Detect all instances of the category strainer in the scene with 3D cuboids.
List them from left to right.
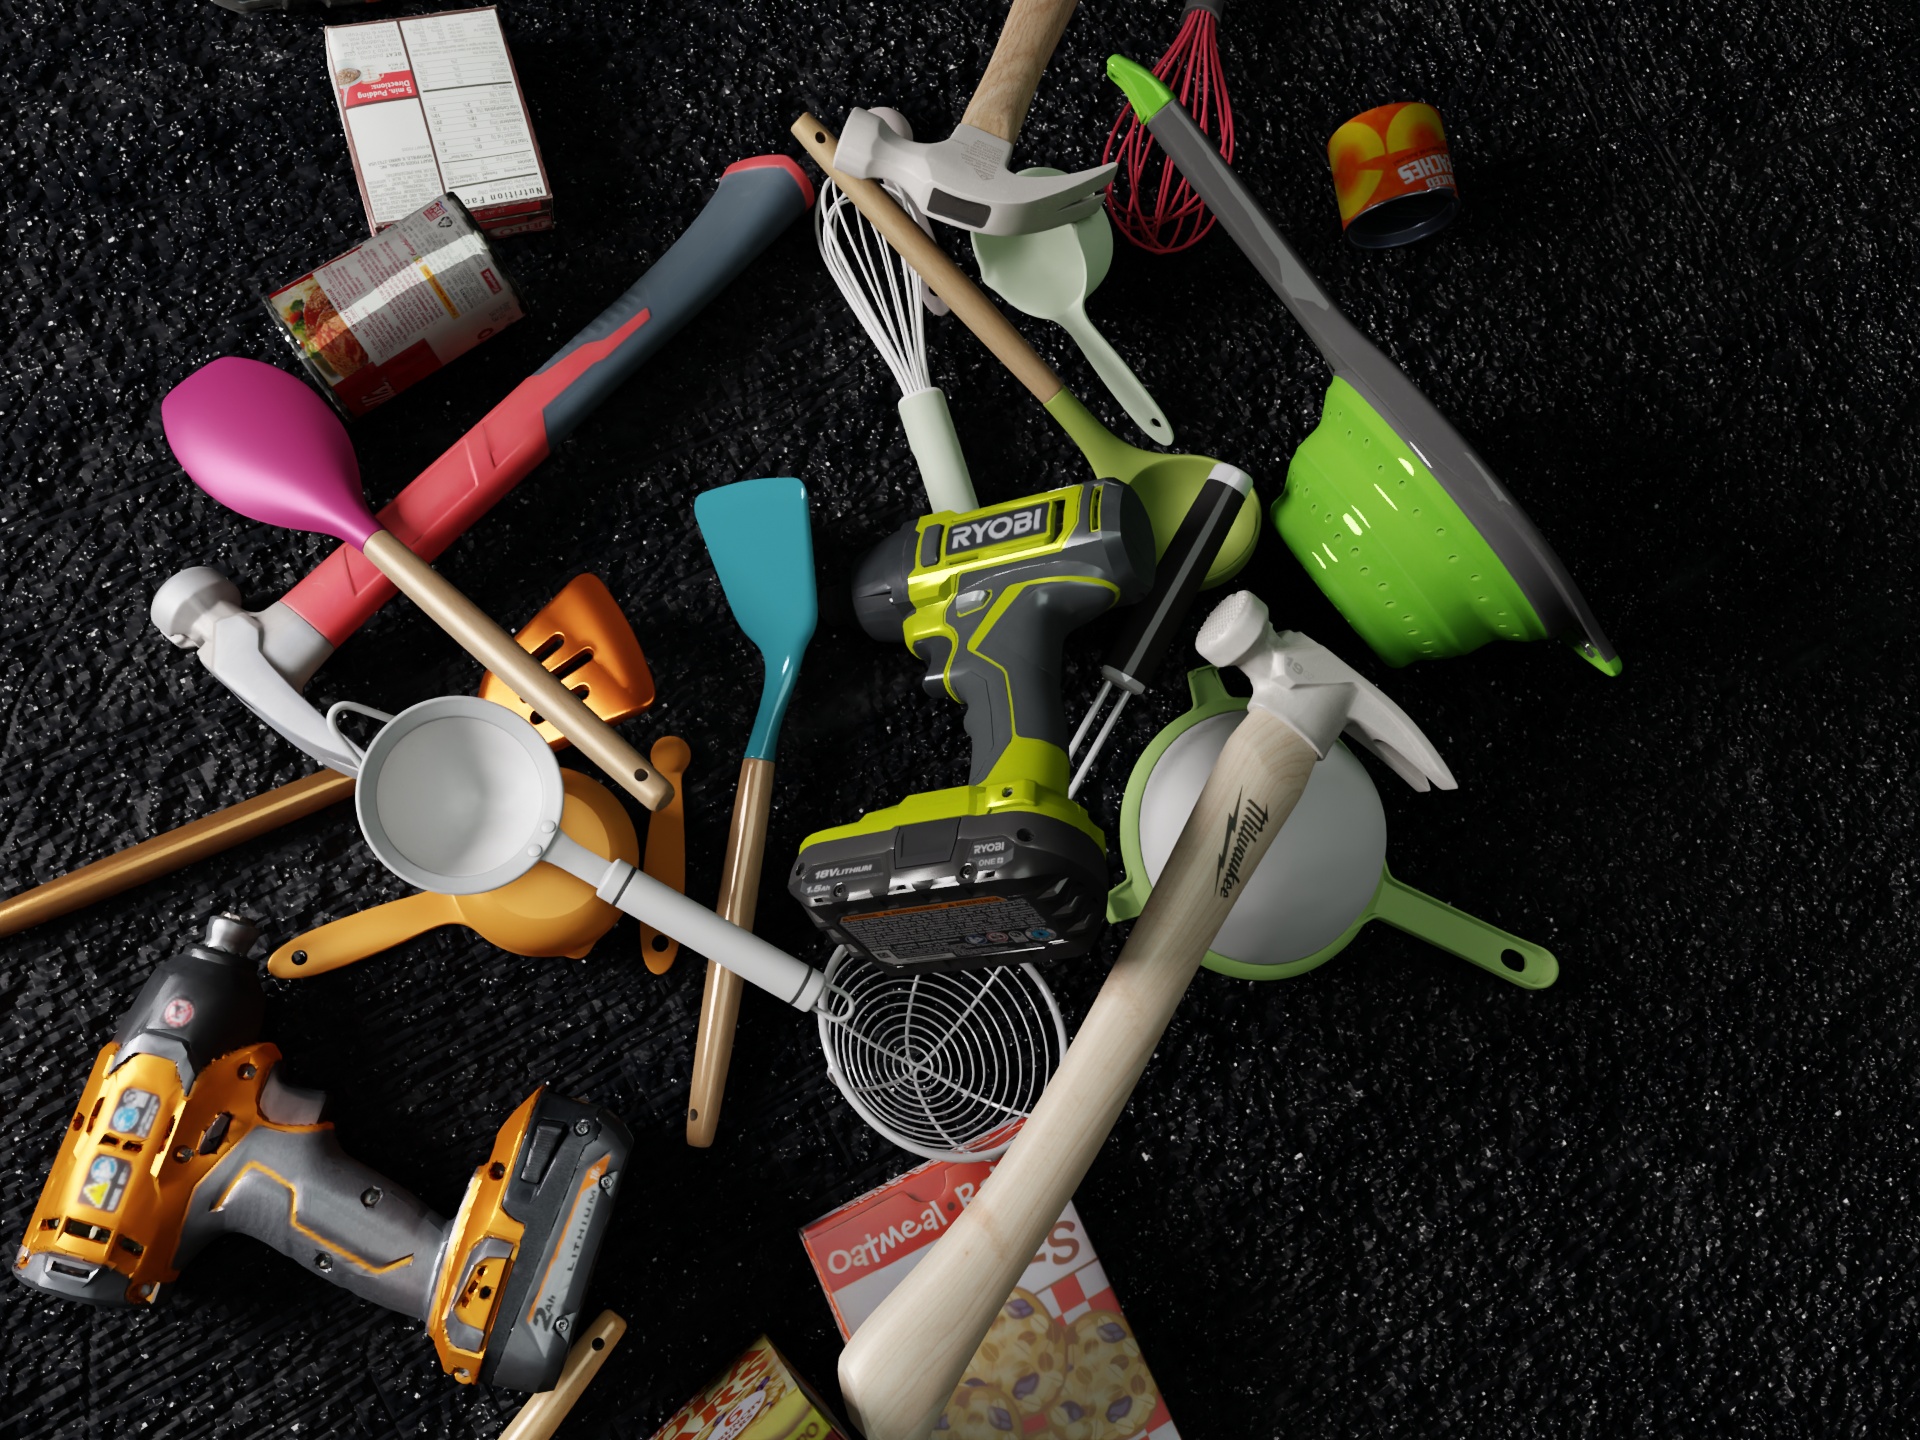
[{"bbox_3d":[-0.159,0.068,0.696,0.258,0.050,0.087,31,65,-9],"label":"strainer"},{"bbox_3d":[0.210,0.079,0.825,0.256,0.069,0.151,25,74,-6],"label":"strainer"}]

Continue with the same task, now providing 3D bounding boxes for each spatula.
[{"bbox_3d":[-0.298,0.029,0.726,0.322,0.041,0.081,-24,69,-16],"label":"spatula"},{"bbox_3d":[-0.110,0.043,0.766,0.044,0.082,0.317,17,76,-48],"label":"spatula"}]

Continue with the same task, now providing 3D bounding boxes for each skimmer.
[{"bbox_3d":[0.055,0.033,0.761,0.127,0.090,0.363,29,86,-5],"label":"skimmer"}]

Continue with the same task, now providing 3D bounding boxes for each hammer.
[{"bbox_3d":[-0.194,-0.140,0.774,0.143,0.038,0.386,36,70,14],"label":"hammer"},{"bbox_3d":[0.044,-0.377,0.852,0.130,0.031,0.331,22,58,-5],"label":"hammer"},{"bbox_3d":[0.082,0.144,0.724,0.146,0.038,0.411,37,74,-12],"label":"hammer"}]

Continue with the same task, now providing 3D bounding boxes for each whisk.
[{"bbox_3d":[-0.024,-0.177,0.836,0.058,0.059,0.246,-12,84,-59],"label":"whisk"},{"bbox_3d":[0.135,-0.386,0.913,0.073,0.073,0.296,18,68,-10],"label":"whisk"}]

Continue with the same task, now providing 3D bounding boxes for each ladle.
[{"bbox_3d":[0.034,-0.189,0.815,0.320,0.062,0.078,45,79,-14],"label":"ladle"}]

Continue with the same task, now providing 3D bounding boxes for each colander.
[{"bbox_3d":[0.176,-0.157,0.820,0.094,0.204,0.397,-39,98,13],"label":"colander"}]

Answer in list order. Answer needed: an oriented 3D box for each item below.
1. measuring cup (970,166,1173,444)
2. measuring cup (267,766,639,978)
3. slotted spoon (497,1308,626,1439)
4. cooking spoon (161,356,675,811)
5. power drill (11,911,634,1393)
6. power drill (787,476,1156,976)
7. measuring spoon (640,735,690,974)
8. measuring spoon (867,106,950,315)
[{"bbox_3d":[0.074,-0.225,0.864,0.167,0.083,0.038,51,60,-16],"label":"measuring cup"},{"bbox_3d":[-0.230,0.079,0.726,0.173,0.052,0.095,-21,84,-19],"label":"measuring cup"},{"bbox_3d":[-0.246,0.388,0.673,0.070,0.031,0.314,39,71,-4],"label":"slotted spoon"},{"bbox_3d":[-0.243,-0.064,0.709,0.319,0.017,0.069,40,70,14],"label":"cooking spoon"},{"bbox_3d":[-0.261,0.185,0.684,0.226,0.084,0.164,17,75,-6],"label":"power drill"},{"bbox_3d":[-0.001,-0.002,0.733,0.171,0.080,0.223,-11,53,25],"label":"power drill"},{"bbox_3d":[-0.143,0.064,0.772,0.021,0.011,0.117,4,78,-13],"label":"measuring spoon"},{"bbox_3d":[-0.027,-0.280,0.868,0.034,0.018,0.124,-17,84,-17],"label":"measuring spoon"}]
